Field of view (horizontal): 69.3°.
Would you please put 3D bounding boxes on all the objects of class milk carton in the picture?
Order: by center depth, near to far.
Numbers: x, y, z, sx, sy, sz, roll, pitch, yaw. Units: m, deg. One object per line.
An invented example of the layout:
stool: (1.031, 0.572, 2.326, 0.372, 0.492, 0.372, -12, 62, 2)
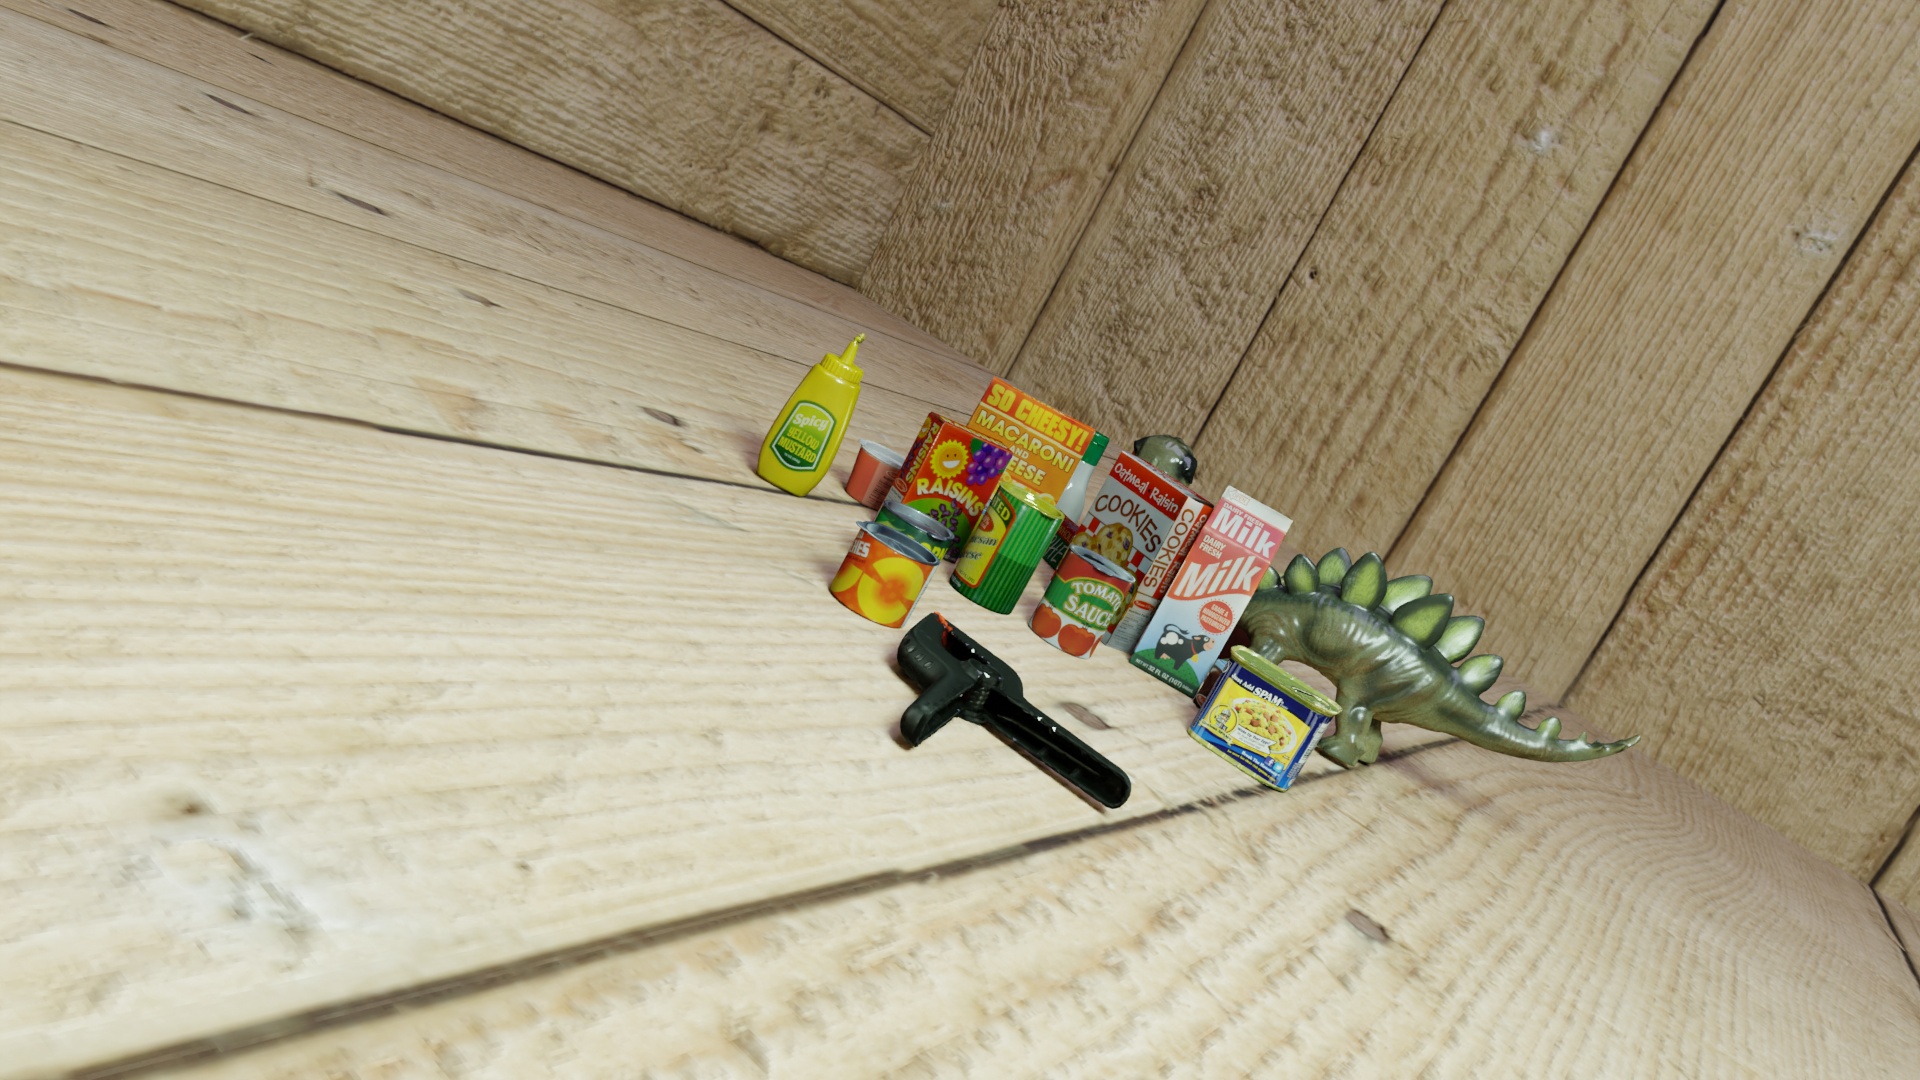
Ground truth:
milk carton: (0.240, 0.047, 1.328, 0.072, 0.190, 0.073, 30, 11, 10)

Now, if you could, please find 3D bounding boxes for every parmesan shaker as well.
parmesan shaker: (0.042, 0.008, 1.253, 0.071, 0.103, 0.071, 27, 11, -5)

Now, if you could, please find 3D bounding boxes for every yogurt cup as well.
yogurt cup: (-0.081, -0.062, 1.405, 0.072, 0.054, 0.072, 27, 11, -5)

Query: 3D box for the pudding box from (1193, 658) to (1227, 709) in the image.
pudding box: (0.252, 0.149, 1.262, 0.030, 0.049, 0.084, 23, 12, -26)

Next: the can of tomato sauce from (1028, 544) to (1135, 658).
can of tomato sauce: (0.109, 0.056, 1.251, 0.071, 0.083, 0.071, 27, 11, -5)

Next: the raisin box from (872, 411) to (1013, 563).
raisin box: (-0.016, -0.050, 1.324, 0.086, 0.123, 0.040, 22, 12, -29)

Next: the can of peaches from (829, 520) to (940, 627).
can of peaches: (-0.060, 0.025, 1.050, 0.071, 0.058, 0.071, 27, 11, -5)

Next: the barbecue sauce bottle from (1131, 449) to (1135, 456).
barbecue sauce bottle: (0.199, -0.042, 1.740, 0.044, 0.148, 0.065, 34, 12, 27)

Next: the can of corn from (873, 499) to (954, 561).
can of corn: (-0.046, 0.008, 1.159, 0.071, 0.058, 0.071, 27, 11, -5)

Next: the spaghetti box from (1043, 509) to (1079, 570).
spaghetti box: (0.133, 0.023, 1.544, 0.028, 0.050, 0.251, 23, 12, -25)

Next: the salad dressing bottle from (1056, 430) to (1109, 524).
salad dressing bottle: (0.133, -0.067, 1.698, 0.064, 0.147, 0.044, 22, 12, -32)

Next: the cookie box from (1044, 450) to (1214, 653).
cookie box: (0.166, 0.010, 1.378, 0.040, 0.167, 0.123, 21, 13, -34)

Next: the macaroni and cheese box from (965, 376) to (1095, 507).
macaroni and cheese box: (0.050, -0.072, 1.470, 0.124, 0.166, 0.040, 28, 10, 0)

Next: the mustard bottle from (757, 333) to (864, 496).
mustard bottle: (-0.129, -0.120, 1.273, 0.065, 0.160, 0.049, 27, 10, -4)

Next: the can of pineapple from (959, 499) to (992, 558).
can of pineapple: (0.005, -0.018, 1.399, 0.071, 0.057, 0.071, 27, 11, -5)
